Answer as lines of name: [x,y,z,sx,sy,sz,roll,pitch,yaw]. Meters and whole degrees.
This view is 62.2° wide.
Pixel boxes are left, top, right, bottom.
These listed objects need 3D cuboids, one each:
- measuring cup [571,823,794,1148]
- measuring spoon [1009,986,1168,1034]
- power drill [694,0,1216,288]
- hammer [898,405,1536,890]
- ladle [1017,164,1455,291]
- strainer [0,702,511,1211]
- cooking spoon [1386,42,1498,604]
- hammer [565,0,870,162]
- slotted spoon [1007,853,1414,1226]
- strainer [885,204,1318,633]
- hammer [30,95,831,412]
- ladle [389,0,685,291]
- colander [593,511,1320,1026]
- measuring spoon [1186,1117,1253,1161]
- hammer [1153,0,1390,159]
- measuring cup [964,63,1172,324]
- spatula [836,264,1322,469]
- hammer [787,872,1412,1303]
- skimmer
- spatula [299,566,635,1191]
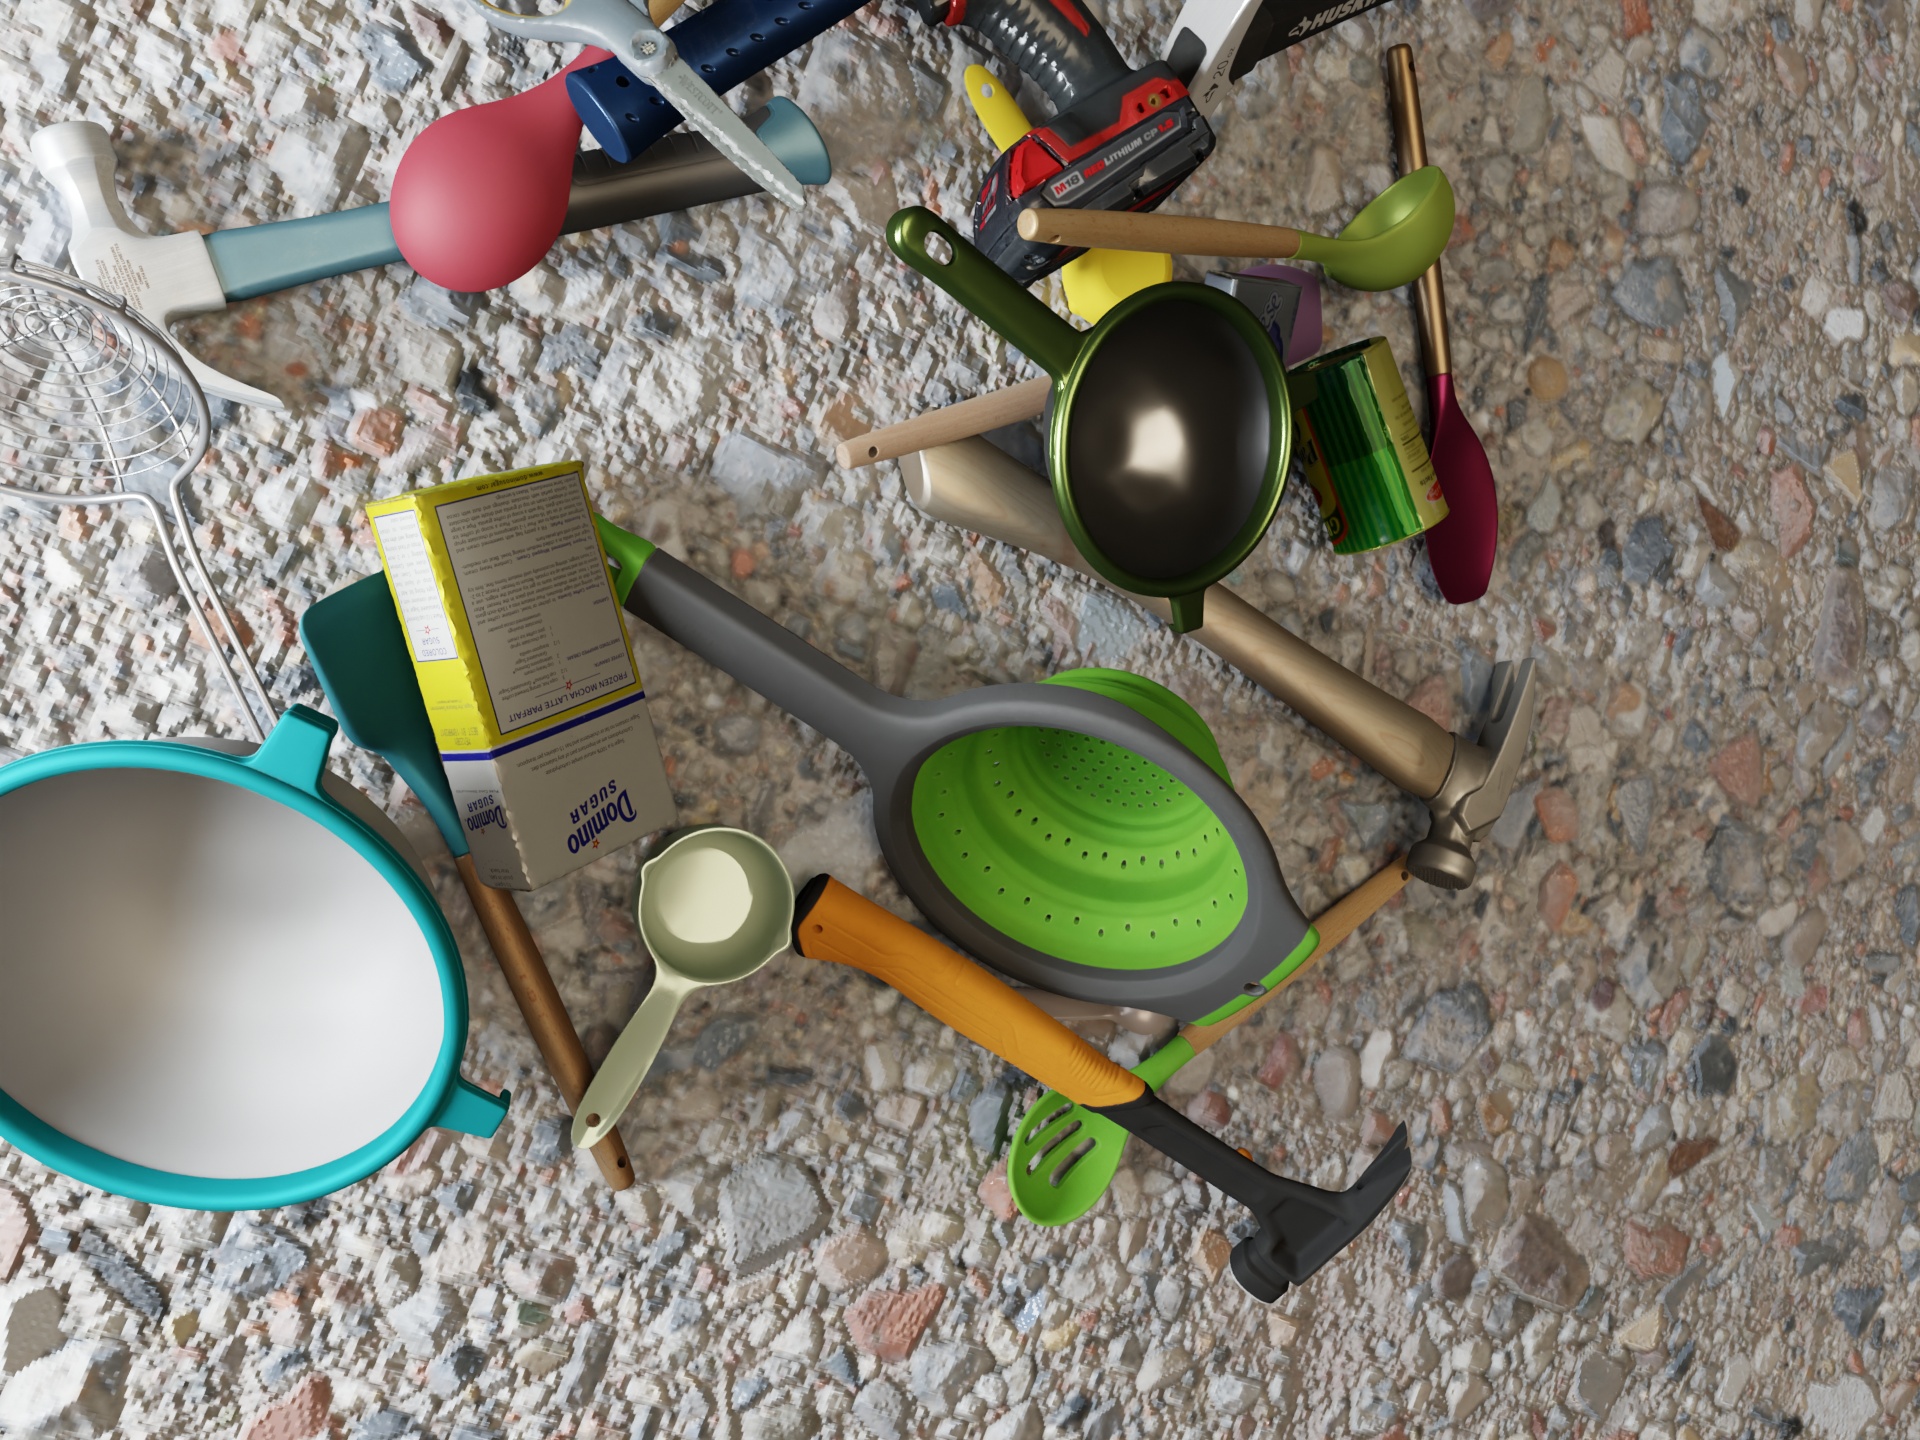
measuring cup: [-0.144,0.126,0.767,0.083,0.038,0.167,32,84,-21]
measuring spoon: [0.057,0.149,0.853,0.124,0.034,0.018,5,131,-19]
power drill: [-0.006,-0.322,0.758,0.188,0.080,0.226,-34,95,-13]
hammer: [0.150,-0.059,0.869,0.410,0.038,0.146,30,75,-20]
ladle: [0.142,-0.248,0.785,0.320,0.078,0.062,-12,79,-41]
strainer: [-0.356,0.100,0.642,0.340,0.095,0.210,-13,115,5]
cooking spoon: [0.273,-0.225,0.920,0.068,0.017,0.319,-15,100,-34]
hammer: [0.007,-0.365,0.710,0.405,0.035,0.144,-38,93,-14]
slotted spoon: [0.147,0.169,0.895,0.314,0.031,0.070,-35,106,-18]
strainer: [0.052,-0.161,0.760,0.256,0.069,0.151,30,84,-33]
hammer: [-0.215,-0.229,0.712,0.331,0.033,0.128,-20,100,-20]
ladle: [-0.132,-0.313,0.695,0.069,0.031,0.315,42,81,-19]
colander: [-0.001,-0.003,0.783,0.397,0.204,0.095,33,47,-6]
measuring spoon: [0.130,0.235,0.882,0.116,0.011,0.021,34,86,-39]
hammer: [0.236,-0.403,0.844,0.335,0.146,0.035,-32,73,-26]
measuring cup: [0.055,-0.272,0.820,0.062,0.029,0.156,-44,110,-13]
spatula: [0.073,-0.180,0.821,0.316,0.018,0.059,-23,117,-27]
hammer: [0.063,0.173,0.807,0.337,0.034,0.127,33,117,-7]
skimmer: [-0.317,-0.012,0.656,0.127,0.090,0.363,-17,106,15]
spatula: [-0.211,0.083,0.731,0.082,0.044,0.317,-36,111,-46]
